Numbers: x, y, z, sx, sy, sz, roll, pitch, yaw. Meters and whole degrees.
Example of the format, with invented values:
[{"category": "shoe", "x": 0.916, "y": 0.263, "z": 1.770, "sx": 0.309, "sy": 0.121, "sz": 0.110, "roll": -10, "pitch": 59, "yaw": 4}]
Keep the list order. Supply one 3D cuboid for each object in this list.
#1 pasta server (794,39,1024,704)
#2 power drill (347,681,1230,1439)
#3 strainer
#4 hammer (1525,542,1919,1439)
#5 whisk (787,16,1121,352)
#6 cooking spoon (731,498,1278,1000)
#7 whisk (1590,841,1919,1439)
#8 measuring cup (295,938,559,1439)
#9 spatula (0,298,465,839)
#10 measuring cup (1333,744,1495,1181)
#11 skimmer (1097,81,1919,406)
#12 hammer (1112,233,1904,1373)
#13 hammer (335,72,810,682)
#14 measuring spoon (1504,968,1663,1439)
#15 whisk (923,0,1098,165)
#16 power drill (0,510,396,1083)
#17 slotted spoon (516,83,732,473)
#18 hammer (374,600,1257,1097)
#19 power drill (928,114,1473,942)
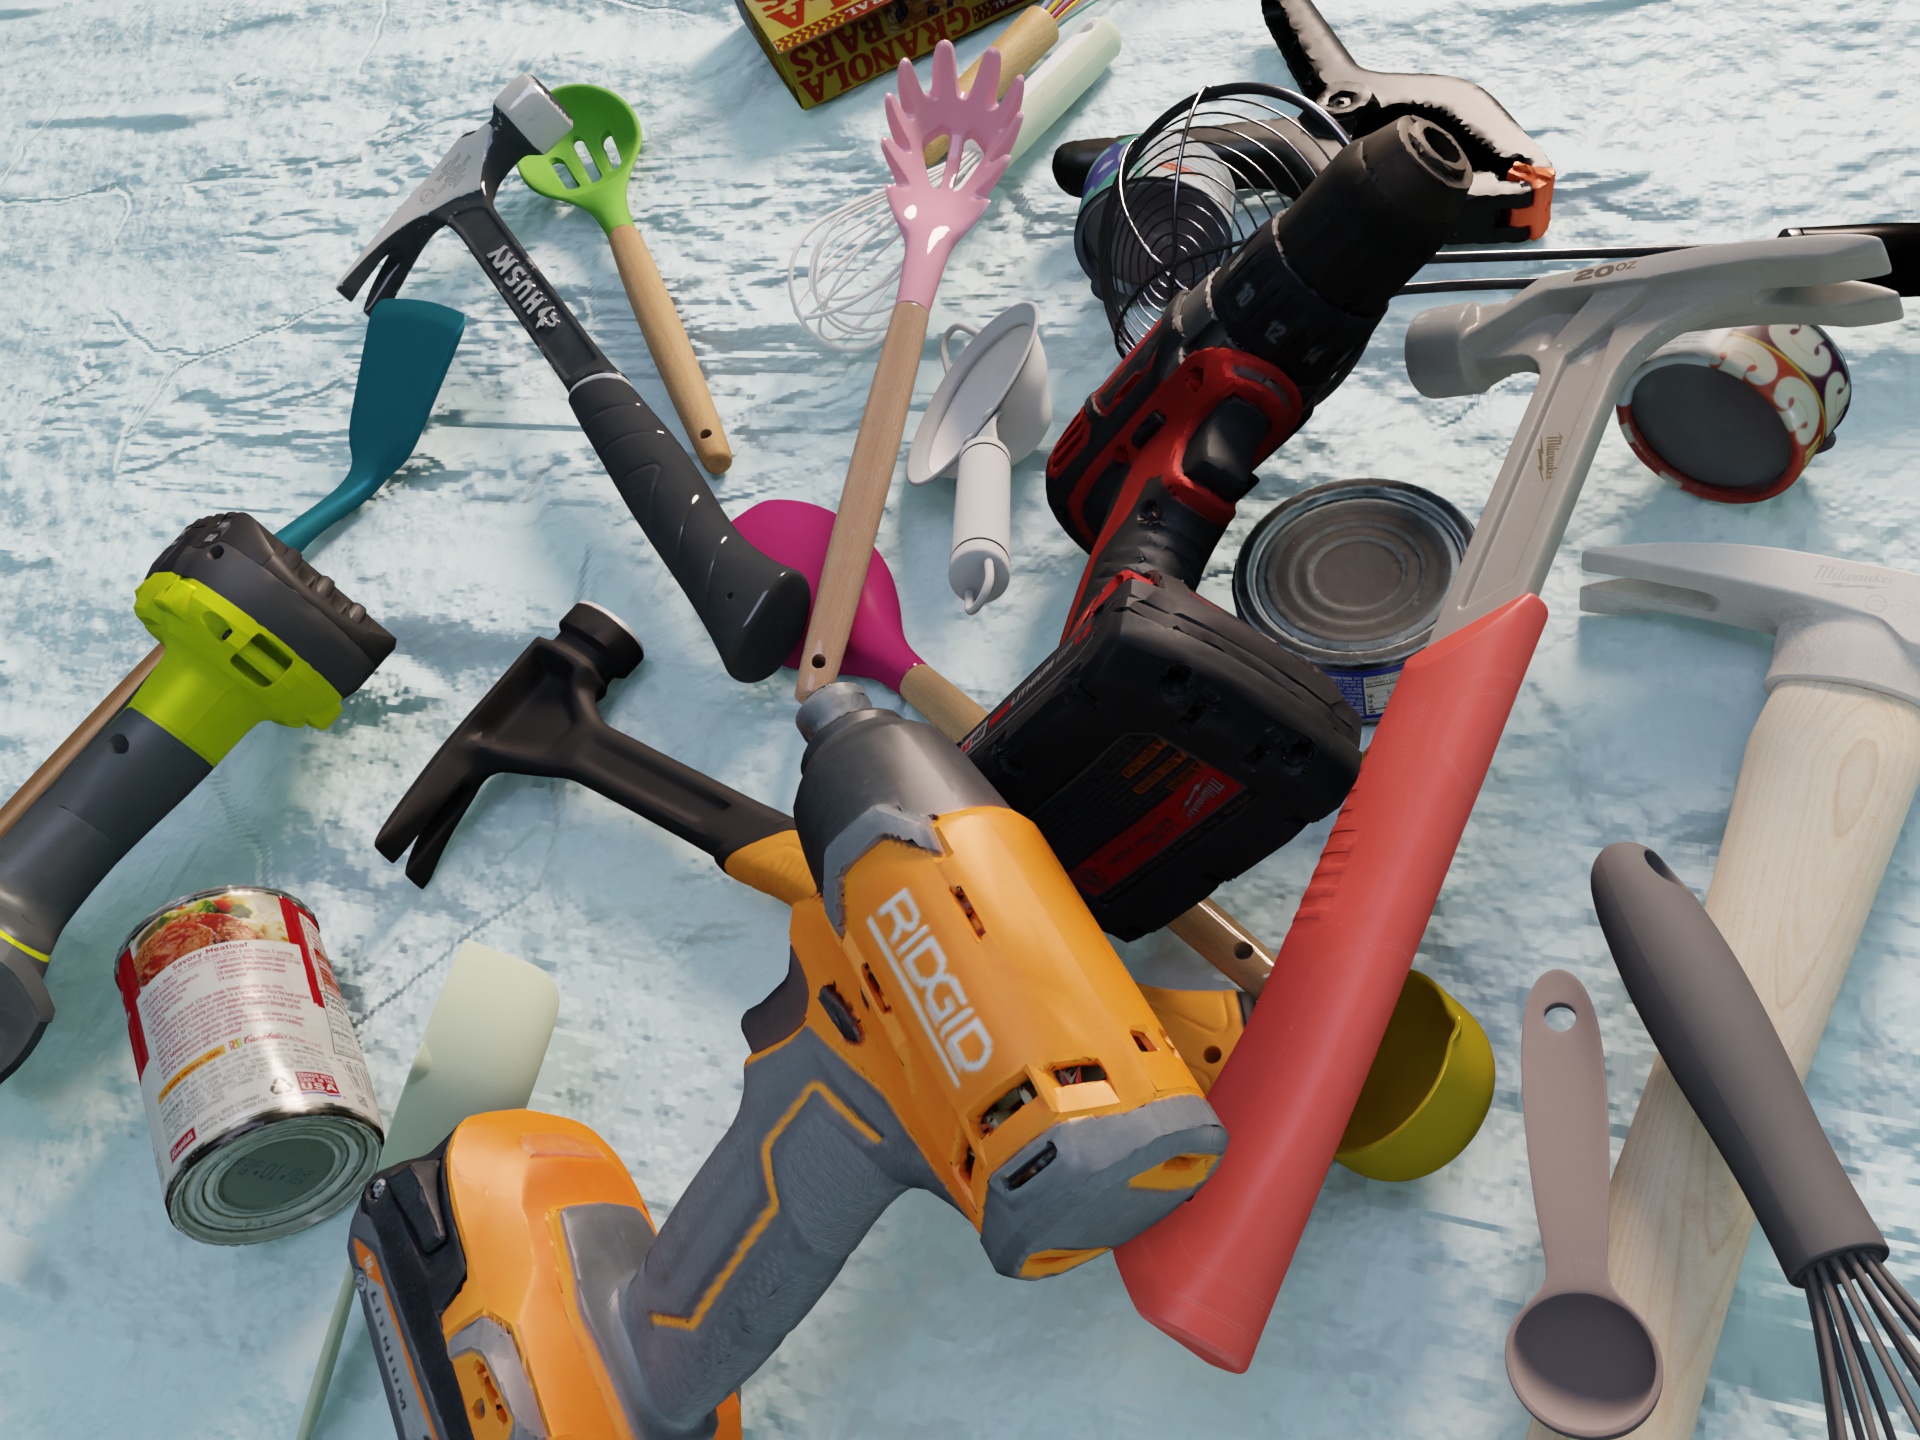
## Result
[{"category": "pasta server", "x": -0.026, "y": -0.149, "z": 0.643, "sx": 0.060, "sy": 0.040, "sz": 0.316, "roll": 10, "pitch": 64, "yaw": 4}, {"category": "power drill", "x": -0.059, "y": 0.105, "z": 0.422, "sx": 0.226, "sy": 0.084, "sz": 0.164, "roll": -41, "pitch": 58, "yaw": 17}, {"category": "strainer", "x": 0.010, "y": -0.094, "z": 0.579, "sx": 0.087, "sy": 0.050, "sz": 0.259, "roll": -49, "pitch": 17, "yaw": 23}, {"category": "hammer", "x": 0.181, "y": 0.119, "z": 0.417, "sx": 0.146, "sy": 0.038, "sz": 0.411, "roll": 16, "pitch": 62, "yaw": 29}, {"category": "whisk", "x": 0.003, "y": -0.259, "z": 0.744, "sx": 0.058, "sy": 0.059, "sz": 0.246, "roll": 2, "pitch": 47, "yaw": 53}, {"category": "cooking spoon", "x": -0.001, "y": -0.002, "z": 0.575, "sx": 0.069, "sy": 0.017, "sz": 0.319, "roll": -40, "pitch": 52, "yaw": -12}, {"category": "whisk", "x": 0.194, "y": 0.122, "z": 0.358, "sx": 0.055, "sy": 0.055, "sz": 0.239, "roll": -16, "pitch": 46, "yaw": 6}, {"category": "measuring cup", "x": -0.167, "y": 0.154, "z": 0.500, "sx": 0.038, "sy": 0.083, "sz": 0.168, "roll": 18, "pitch": 78, "yaw": -12}, {"category": "spatula", "x": -0.332, "y": -0.065, "z": 0.714, "sx": 0.082, "sy": 0.044, "sz": 0.317, "roll": 19, "pitch": 64, "yaw": 38}, {"category": "measuring cup", "x": 0.131, "y": 0.067, "z": 0.477, "sx": 0.062, "sy": 0.029, "sz": 0.157, "roll": -35, "pitch": 26, "yaw": 38}, {"category": "skimmer", "x": 0.234, "y": -0.174, "z": 0.594, "sx": 0.363, "sy": 0.127, "sz": 0.090, "roll": 0, "pitch": 22, "yaw": 5}, {"category": "hammer", "x": 0.142, "y": 0.007, "z": 0.447, "sx": 0.149, "sy": 0.036, "sz": 0.359, "roll": 4, "pitch": 58, "yaw": 47}, {"category": "hammer", "x": -0.174, "y": -0.154, "z": 0.715, "sx": 0.149, "sy": 0.036, "sz": 0.409, "roll": -42, "pitch": 53, "yaw": 5}, {"category": "measuring spoon", "x": 0.154, "y": 0.118, "z": 0.399, "sx": 0.034, "sy": 0.018, "sz": 0.124, "roll": -7, "pitch": 46, "yaw": 23}, {"category": "whisk", "x": 0.057, "y": -0.366, "z": 0.811, "sx": 0.245, "sy": 0.051, "sz": 0.047, "roll": -49, "pitch": 21, "yaw": -13}, {"category": "power drill", "x": -0.334, "y": 0.028, "z": 0.611, "sx": 0.171, "sy": 0.080, "sz": 0.223, "roll": 6, "pitch": 56, "yaw": 53}, {"category": "slotted spoon", "x": -0.162, "y": -0.223, "z": 0.784, "sx": 0.070, "sy": 0.031, "sz": 0.314, "roll": -26, "pitch": 53, "yaw": -1}, {"category": "hammer", "x": -0.052, "y": 0.059, "z": 0.538, "sx": 0.337, "sy": 0.034, "sz": 0.127, "roll": 22, "pitch": 64, "yaw": 30}, {"category": "power drill", "x": 0.079, "y": -0.066, "z": 0.487, "sx": 0.080, "sy": 0.188, "sz": 0.227, "roll": 29, "pitch": 48, "yaw": -14}]
